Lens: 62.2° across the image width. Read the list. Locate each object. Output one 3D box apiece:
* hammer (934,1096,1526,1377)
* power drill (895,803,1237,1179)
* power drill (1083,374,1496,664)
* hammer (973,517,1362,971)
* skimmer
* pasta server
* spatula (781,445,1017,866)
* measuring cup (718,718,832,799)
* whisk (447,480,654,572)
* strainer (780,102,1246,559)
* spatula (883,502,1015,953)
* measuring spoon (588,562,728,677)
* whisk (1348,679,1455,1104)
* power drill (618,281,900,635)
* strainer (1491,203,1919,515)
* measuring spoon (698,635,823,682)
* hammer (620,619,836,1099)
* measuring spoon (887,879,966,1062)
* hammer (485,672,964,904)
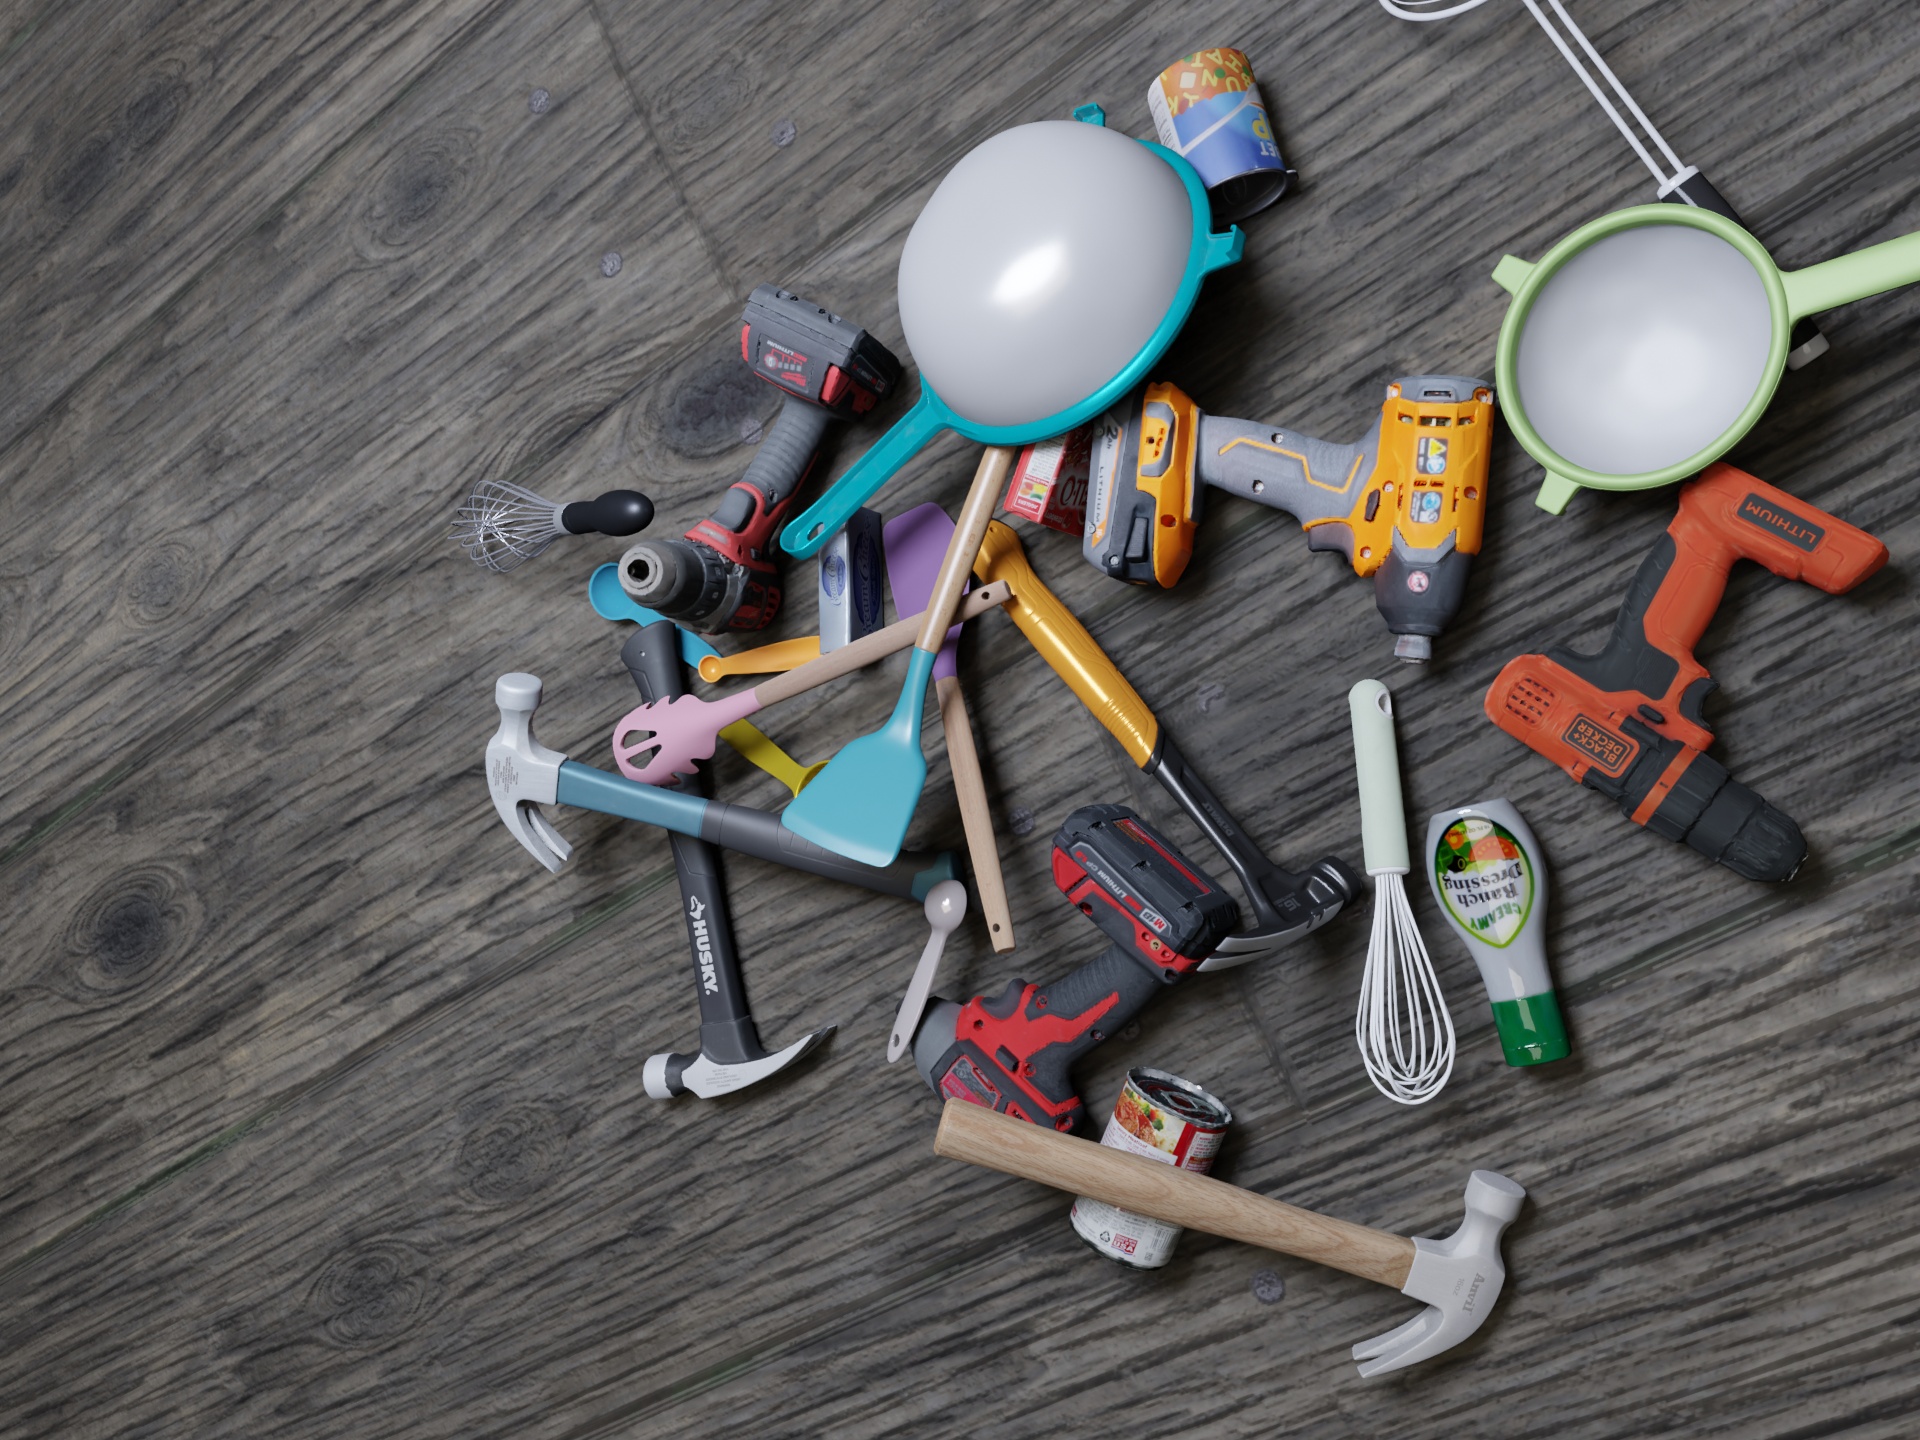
[{"bbox_3d":[0.146,0.283,0.919,0.331,0.031,0.130,16,98,3],"label":"hammer"},{"bbox_3d":[0.058,0.165,0.999,0.143,0.078,0.219,41,107,20],"label":"power drill"},{"bbox_3d":[0.193,-0.121,0.944,0.226,0.084,0.164,5,91,20],"label":"power drill"},{"bbox_3d":[0.097,0.001,0.974,0.337,0.127,0.034,52,136,22],"label":"hammer"},{"bbox_3d":[0.368,-0.349,0.900,0.127,0.090,0.363,-36,85,22],"label":"skimmer"},{"bbox_3d":[-0.106,-0.026,1.046,0.316,0.040,0.060,-23,88,20],"label":"pasta server"},{"bbox_3d":[-0.015,-0.068,0.970,0.082,0.044,0.317,20,90,27],"label":"spatula"},{"bbox_3d":[-0.118,0.032,1.109,0.157,0.029,0.062,34,104,30],"label":"measuring cup"},{"bbox_3d":[-0.284,-0.138,1.108,0.285,0.070,0.070,6,91,52],"label":"whisk"},{"bbox_3d":[-0.010,-0.234,0.956,0.340,0.095,0.211,-43,48,13],"label":"strainer"},{"bbox_3d":[-0.002,-0.003,1.021,0.060,0.018,0.316,-22,65,22],"label":"spatula"},{"bbox_3d":[-0.216,-0.070,1.160,0.129,0.021,0.042,36,108,11],"label":"measuring spoon"},{"bbox_3d":[0.248,0.095,0.919,0.059,0.057,0.246,-17,69,45],"label":"whisk"},{"bbox_3d":[-0.137,-0.161,1.034,0.080,0.188,0.226,27,96,12],"label":"power drill"},{"bbox_3d":[0.416,-0.208,0.833,0.256,0.069,0.151,-14,80,38],"label":"strainer"},{"bbox_3d":[-0.130,-0.044,1.119,0.117,0.011,0.021,-9,92,16],"label":"measuring spoon"},{"bbox_3d":[-0.184,0.094,1.120,0.146,0.035,0.335,-13,86,23],"label":"hammer"},{"bbox_3d":[-0.028,0.159,1.011,0.034,0.018,0.124,22,92,56],"label":"measuring spoon"},{"bbox_3d":[-0.156,0.068,1.056,0.331,0.033,0.128,15,114,5],"label":"hammer"}]
